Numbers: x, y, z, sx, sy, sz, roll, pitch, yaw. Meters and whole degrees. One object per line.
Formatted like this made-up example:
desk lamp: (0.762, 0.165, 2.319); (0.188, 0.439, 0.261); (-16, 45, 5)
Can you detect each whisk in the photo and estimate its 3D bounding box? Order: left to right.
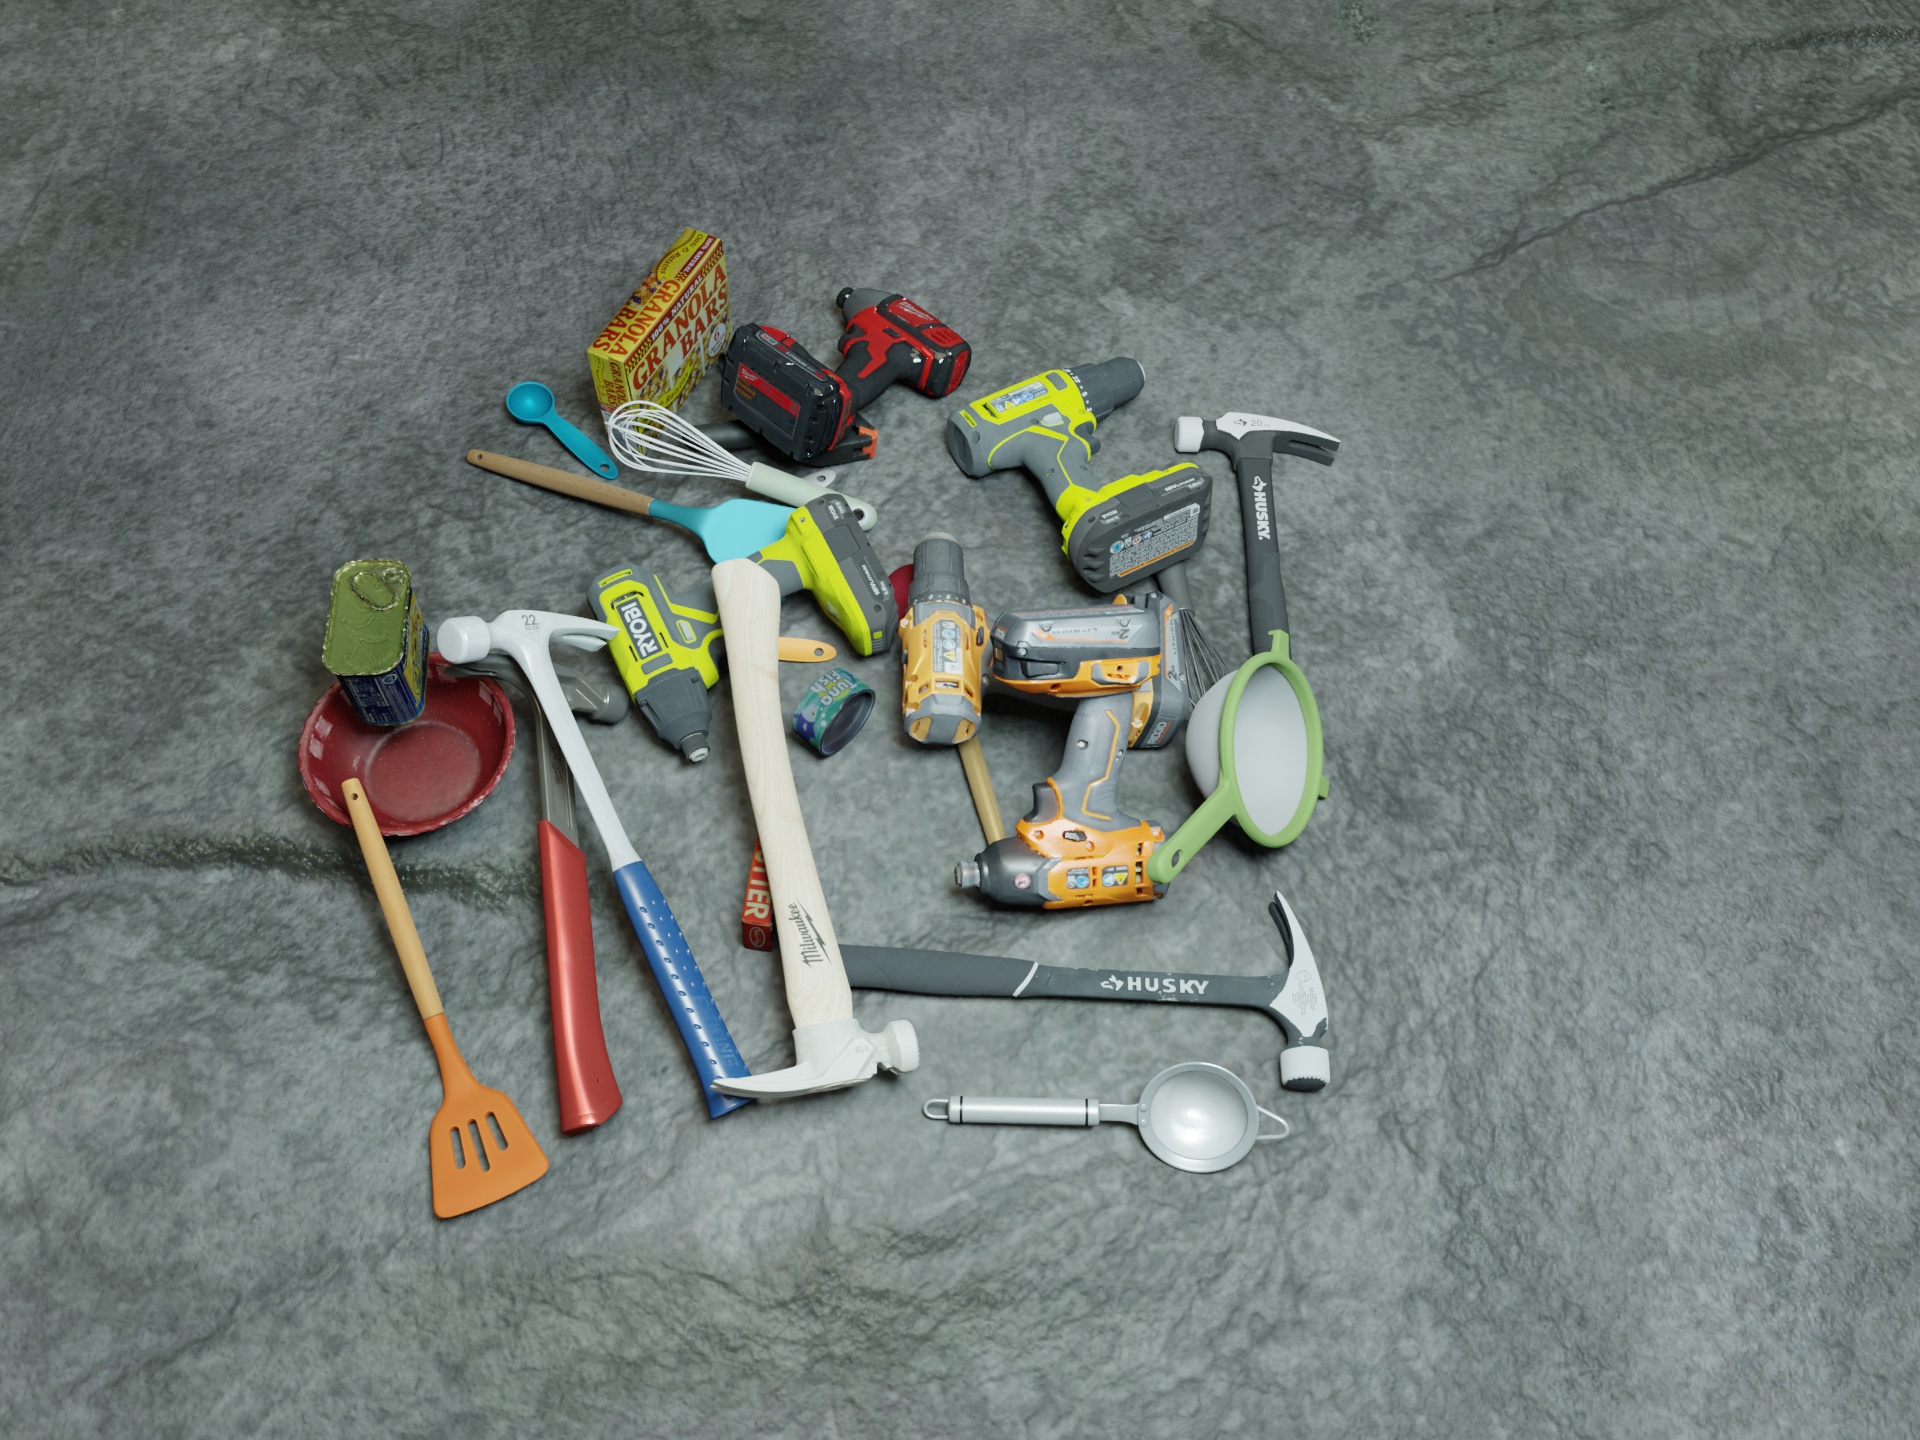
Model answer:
whisk: (-0.189, -0.215, 1.377); (0.246, 0.059, 0.058); (20, 96, -9)
whisk: (0.191, -0.089, 1.353); (0.055, 0.055, 0.239); (-5, 57, -7)

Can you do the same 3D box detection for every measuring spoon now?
measuring spoon: (-0.355, -0.254, 1.427); (0.128, 0.021, 0.042); (41, 65, 8)
measuring spoon: (-0.162, -0.059, 1.332); (0.117, 0.011, 0.021); (4, 68, -6)
measuring spoon: (-0.164, -0.197, 1.402); (0.124, 0.018, 0.034); (-29, 66, -19)

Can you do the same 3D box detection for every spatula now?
spatula: (-0.385, 0.188, 1.134); (0.081, 0.041, 0.323); (-21, 80, -15)
spatula: (-0.286, -0.186, 1.379); (0.317, 0.044, 0.082); (18, 87, 14)

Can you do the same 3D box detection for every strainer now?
strainer: (0.102, 0.279, 1.141); (0.258, 0.050, 0.087); (1, 104, 2)
strainer: (0.191, 0.048, 1.209); (0.069, 0.151, 0.256); (-2, 27, 41)

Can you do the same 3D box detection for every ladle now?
ladle: (-0.002, -0.004, 1.302); (0.069, 0.031, 0.316); (-12, 64, -10)

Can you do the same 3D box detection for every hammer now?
hammer: (-0.299, 0.121, 1.171); (0.149, 0.036, 0.359); (13, 57, -44)
hammer: (-0.244, 0.096, 1.170); (0.144, 0.035, 0.406); (-13, 72, -52)
hammer: (-0.144, 0.069, 1.173); (0.146, 0.038, 0.411); (-7, 69, -18)
hammer: (0.070, 0.190, 1.192); (0.409, 0.036, 0.149); (4, 59, -1)
hammer: (0.270, -0.129, 1.385); (0.146, 0.035, 0.335); (2, 61, -2)

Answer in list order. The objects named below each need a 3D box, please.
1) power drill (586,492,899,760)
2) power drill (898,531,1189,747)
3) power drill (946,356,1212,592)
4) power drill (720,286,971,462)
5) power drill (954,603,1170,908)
power drill: (-0.170, -0.077, 1.292); (0.223, 0.080, 0.171); (-25, 71, -10)
power drill: (0.062, -0.066, 1.296); (0.226, 0.084, 0.186); (3, 60, -10)
power drill: (0.120, -0.230, 1.393); (0.190, 0.080, 0.229); (-25, 53, -15)
power drill: (-0.104, -0.323, 1.420); (0.143, 0.078, 0.220); (38, 45, 16)
power drill: (0.074, 0.032, 1.193); (0.164, 0.084, 0.226); (-4, 101, -12)
